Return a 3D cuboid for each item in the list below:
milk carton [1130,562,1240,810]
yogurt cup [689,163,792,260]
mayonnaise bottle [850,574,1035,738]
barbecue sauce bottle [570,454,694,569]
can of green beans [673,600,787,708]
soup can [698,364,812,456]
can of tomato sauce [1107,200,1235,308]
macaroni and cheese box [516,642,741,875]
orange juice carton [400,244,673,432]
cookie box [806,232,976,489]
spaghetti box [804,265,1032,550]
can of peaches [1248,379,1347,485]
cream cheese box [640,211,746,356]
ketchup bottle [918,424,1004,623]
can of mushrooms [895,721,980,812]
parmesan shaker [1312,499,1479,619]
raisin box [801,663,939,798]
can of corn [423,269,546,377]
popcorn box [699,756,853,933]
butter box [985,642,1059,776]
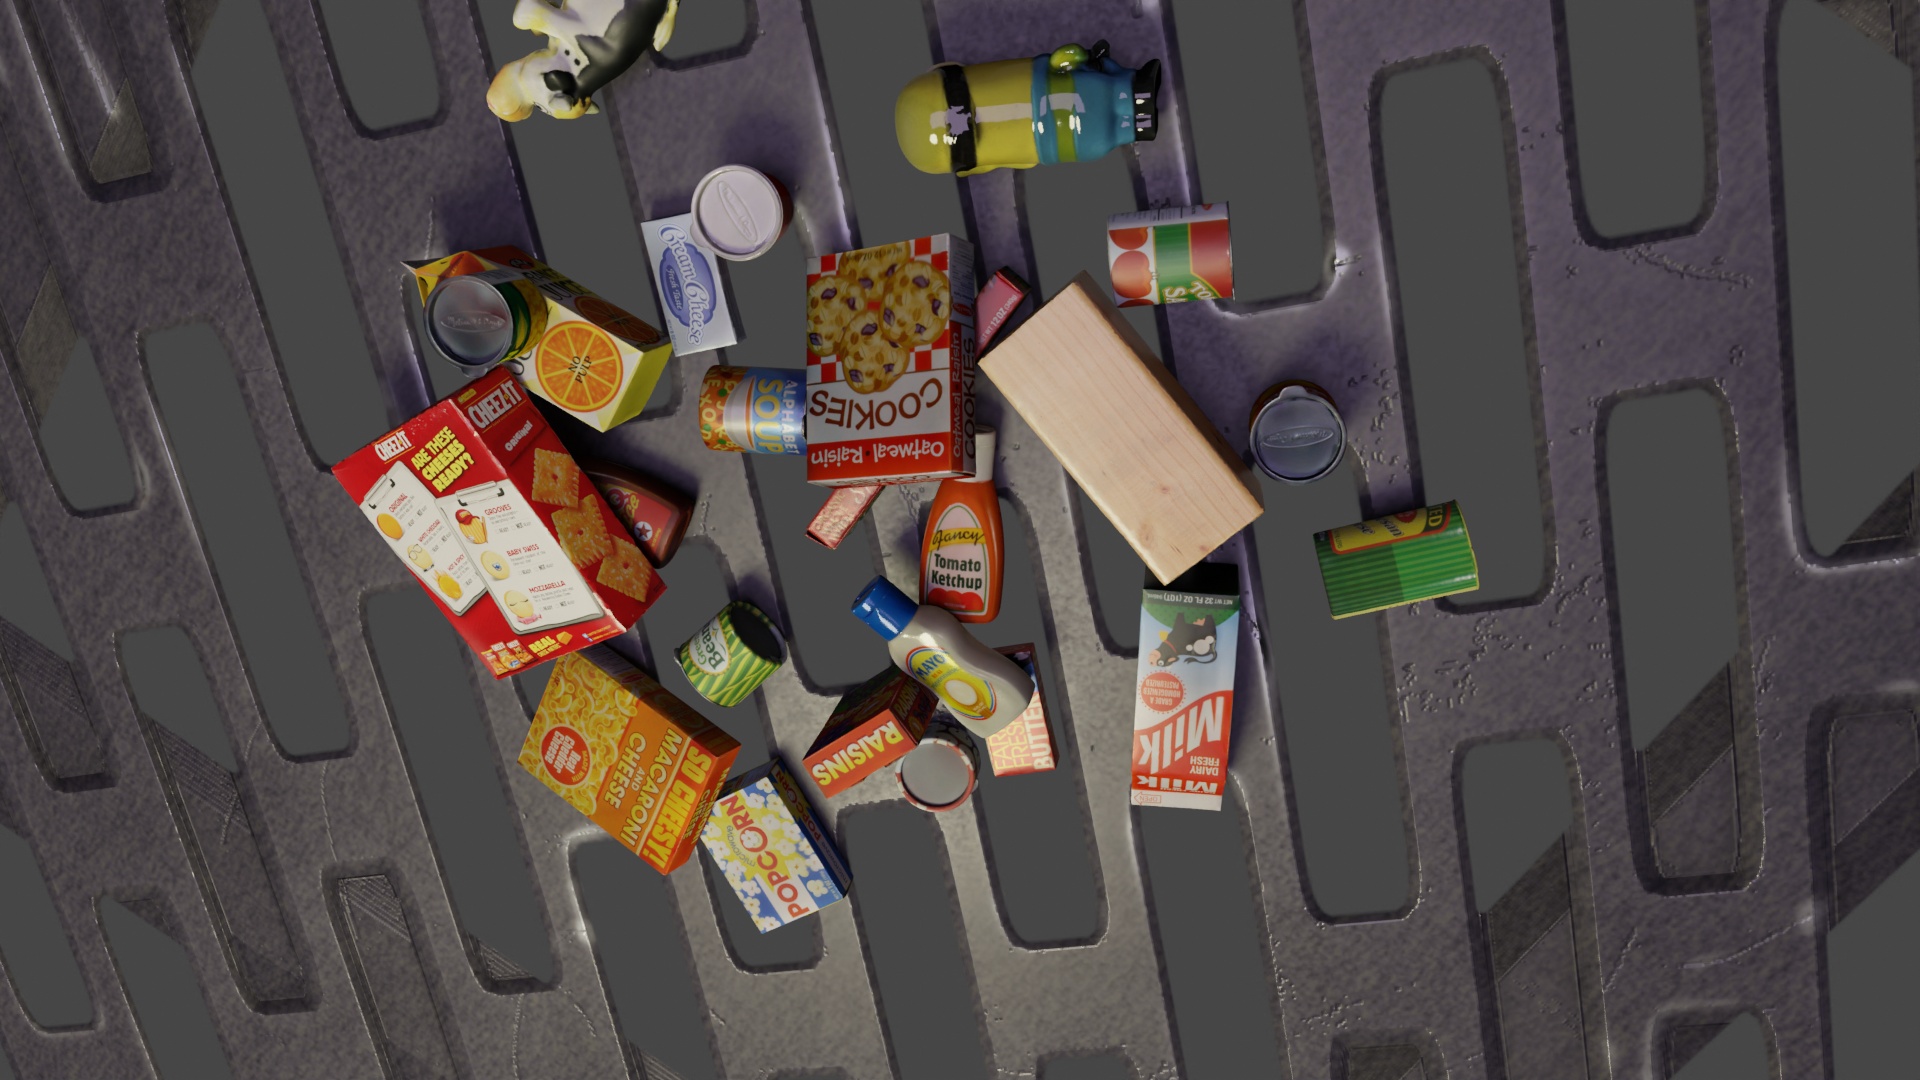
[{"bbox_3d":[0.168,0.116,1.050,0.072,0.074,0.189,3,107,9],"label":"milk carton"},{"bbox_3d":[-0.156,-0.241,1.014,0.072,0.054,0.072,3,106,9],"label":"yogurt cup"},{"bbox_3d":[-0.016,0.086,1.051,0.148,0.041,0.064,40,127,-11],"label":"mayonnaise bottle"},{"bbox_3d":[-0.289,-0.036,1.101,0.148,0.044,0.064,27,111,2],"label":"barbecue sauce bottle"},{"bbox_3d":[-0.181,0.090,1.106,0.057,0.071,0.071,-41,96,18],"label":"can of green beans"},{"bbox_3d":[-0.147,-0.097,1.044,0.084,0.071,0.071,3,107,9],"label":"soup can"},{"bbox_3d":[0.147,-0.197,0.968,0.083,0.071,0.071,-4,105,12],"label":"can of tomato sauce"},{"bbox_3d":[-0.272,0.174,1.139,0.167,0.040,0.123,32,110,17],"label":"macaroni and cheese box"},{"bbox_3d":[-0.325,-0.165,1.056,0.193,0.072,0.072,30,108,0],"label":"orange juice carton"},{"bbox_3d":[-0.050,-0.124,0.991,0.123,0.040,0.167,-3,85,31],"label":"cookie box"},{"bbox_3d":[-0.033,-0.096,1.037,0.028,0.050,0.249,38,109,-1],"label":"spaghetti box"},{"bbox_3d":[0.239,-0.080,0.990,0.071,0.058,0.071,3,106,10],"label":"can of peaches"},{"bbox_3d":[-0.201,-0.195,1.051,0.053,0.024,0.103,-10,104,11],"label":"cream cheese box"},{"bbox_3d":[0.004,-0.013,1.057,0.065,0.044,0.148,8,106,12],"label":"ketchup bottle"},{"bbox_3d":[-0.017,0.185,1.123,0.071,0.033,0.070,2,105,9],"label":"can of mushrooms"},{"bbox_3d":[0.311,0.015,0.997,0.103,0.071,0.071,-14,103,13],"label":"parmesan shaker"},{"bbox_3d":[-0.064,0.140,1.071,0.086,0.124,0.040,-32,98,17],"label":"raisin box"},{"bbox_3d":[-0.337,-0.156,0.990,0.071,0.058,0.071,2,106,8],"label":"can of corn"},{"bbox_3d":[-0.159,0.257,1.165,0.085,0.038,0.126,-27,100,17],"label":"popcorn box"},{"bbox_3d":[0.042,0.134,1.103,0.053,0.024,0.103,-10,103,13],"label":"butter box"}]
